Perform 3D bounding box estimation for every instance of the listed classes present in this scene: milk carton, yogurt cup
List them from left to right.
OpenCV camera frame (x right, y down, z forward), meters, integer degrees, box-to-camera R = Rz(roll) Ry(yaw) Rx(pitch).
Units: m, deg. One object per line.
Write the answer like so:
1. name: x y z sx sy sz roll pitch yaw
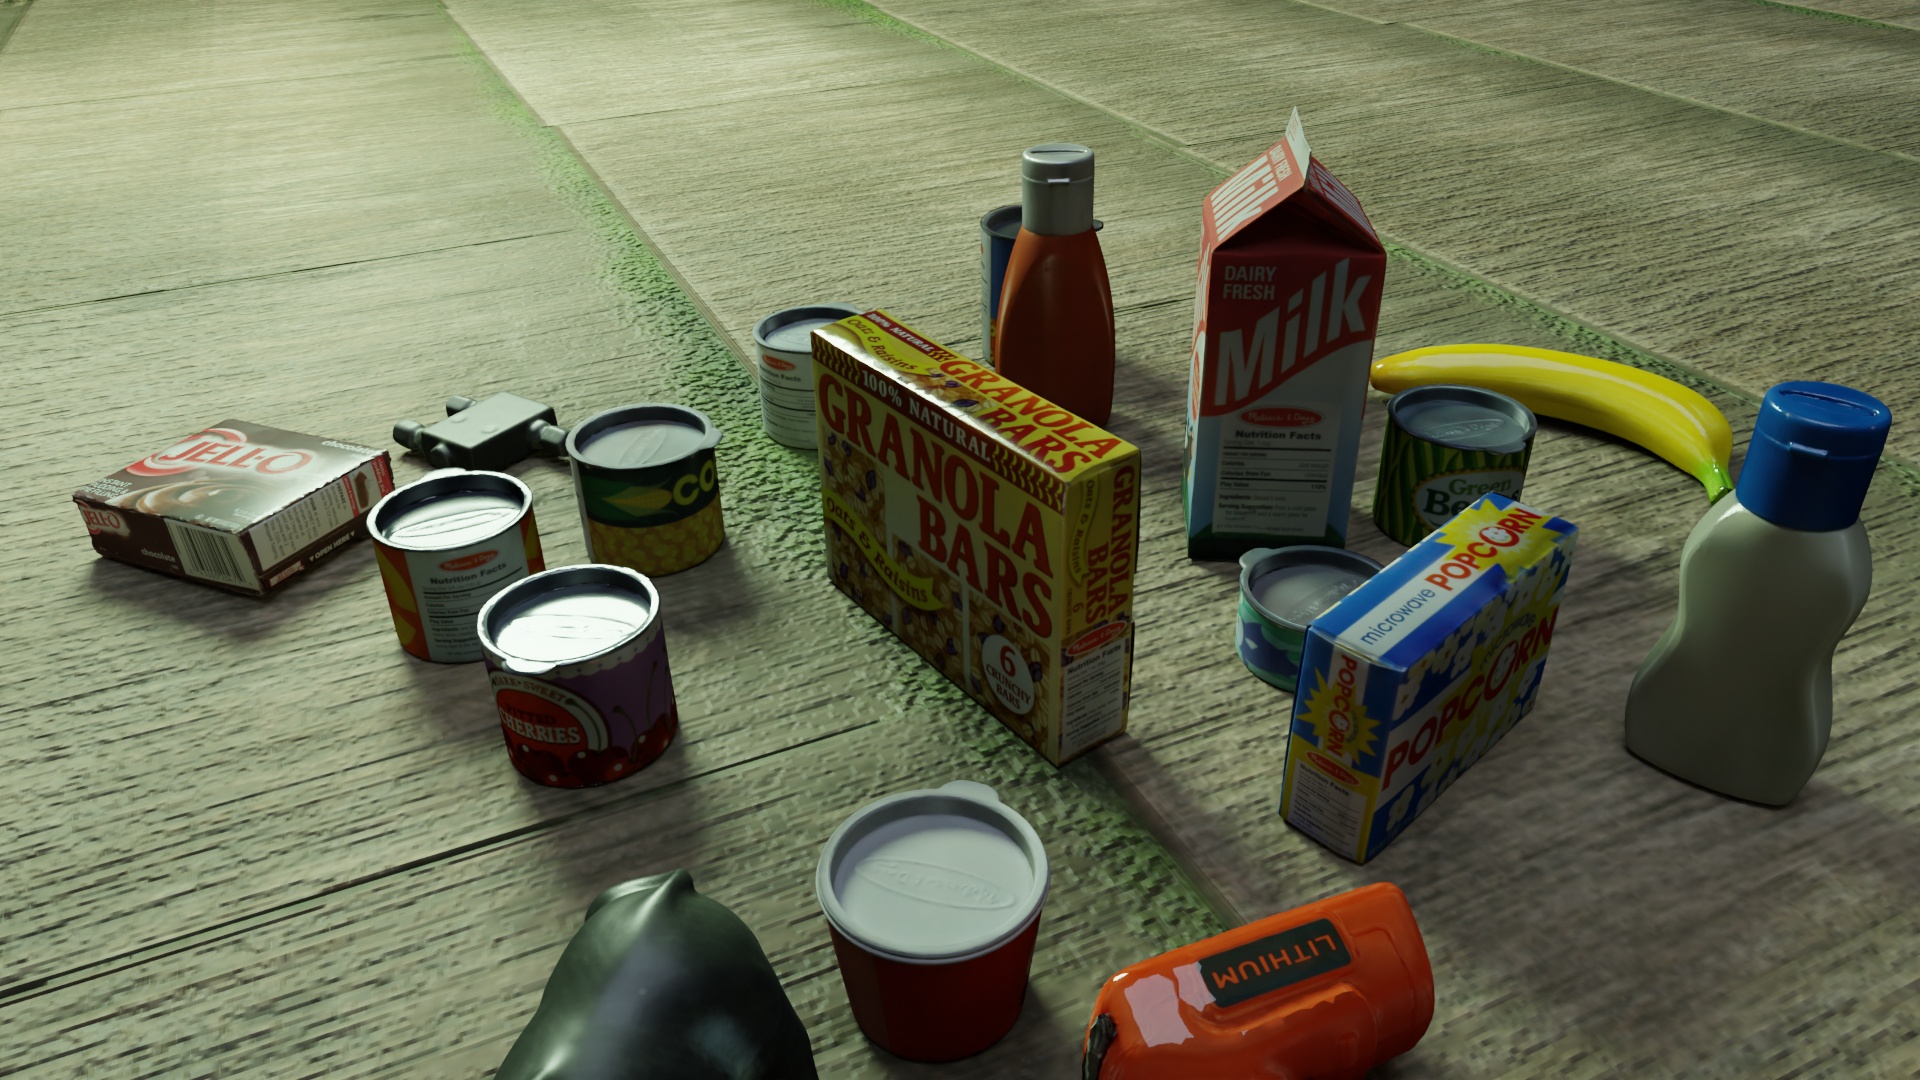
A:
1. yogurt cup: -0.008 0.116 0.416 0.072 0.053 0.073 -1 31 1
2. milk carton: 0.141 -0.089 0.618 0.073 0.189 0.073 2 31 5

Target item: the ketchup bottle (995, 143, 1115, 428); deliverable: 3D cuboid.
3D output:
1. ketchup bottle: 0.050 -0.130 0.729 0.065 0.148 0.044 0 31 2

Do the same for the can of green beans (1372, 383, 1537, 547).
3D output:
1. can of green beans: 0.230 -0.034 0.652 0.071 0.057 0.071 -1 31 1

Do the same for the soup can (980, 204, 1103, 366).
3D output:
1. soup can: 0.047 -0.149 0.822 0.071 0.083 0.072 -1 31 1

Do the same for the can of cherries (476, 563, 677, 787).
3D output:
1. can of cherries: -0.144 0.051 0.522 0.071 0.058 0.072 -1 31 1

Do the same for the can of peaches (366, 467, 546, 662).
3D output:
1. can of peaches: -0.212 0.010 0.593 0.071 0.057 0.071 -1 31 1

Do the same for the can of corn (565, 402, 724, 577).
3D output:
1. can of corn: -0.143 -0.024 0.646 0.071 0.058 0.071 -1 31 1

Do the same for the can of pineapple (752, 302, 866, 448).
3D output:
1. can of pineapple: -0.075 -0.090 0.753 0.071 0.057 0.071 -1 31 1

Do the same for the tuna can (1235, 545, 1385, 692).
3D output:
1. tuna can: 0.145 0.031 0.571 0.071 0.032 0.071 -1 31 1

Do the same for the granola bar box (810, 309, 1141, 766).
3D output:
1. granola bar box: 0.002 -0.007 0.551 0.039 0.123 0.166 -21 37 -30

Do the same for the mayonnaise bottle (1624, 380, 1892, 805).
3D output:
1. mayonnaise bottle: 0.277 0.019 0.478 0.065 0.147 0.041 22 38 33

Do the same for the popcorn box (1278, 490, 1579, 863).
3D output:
1. popcorn box: 0.168 0.046 0.497 0.127 0.084 0.038 -28 40 -37
